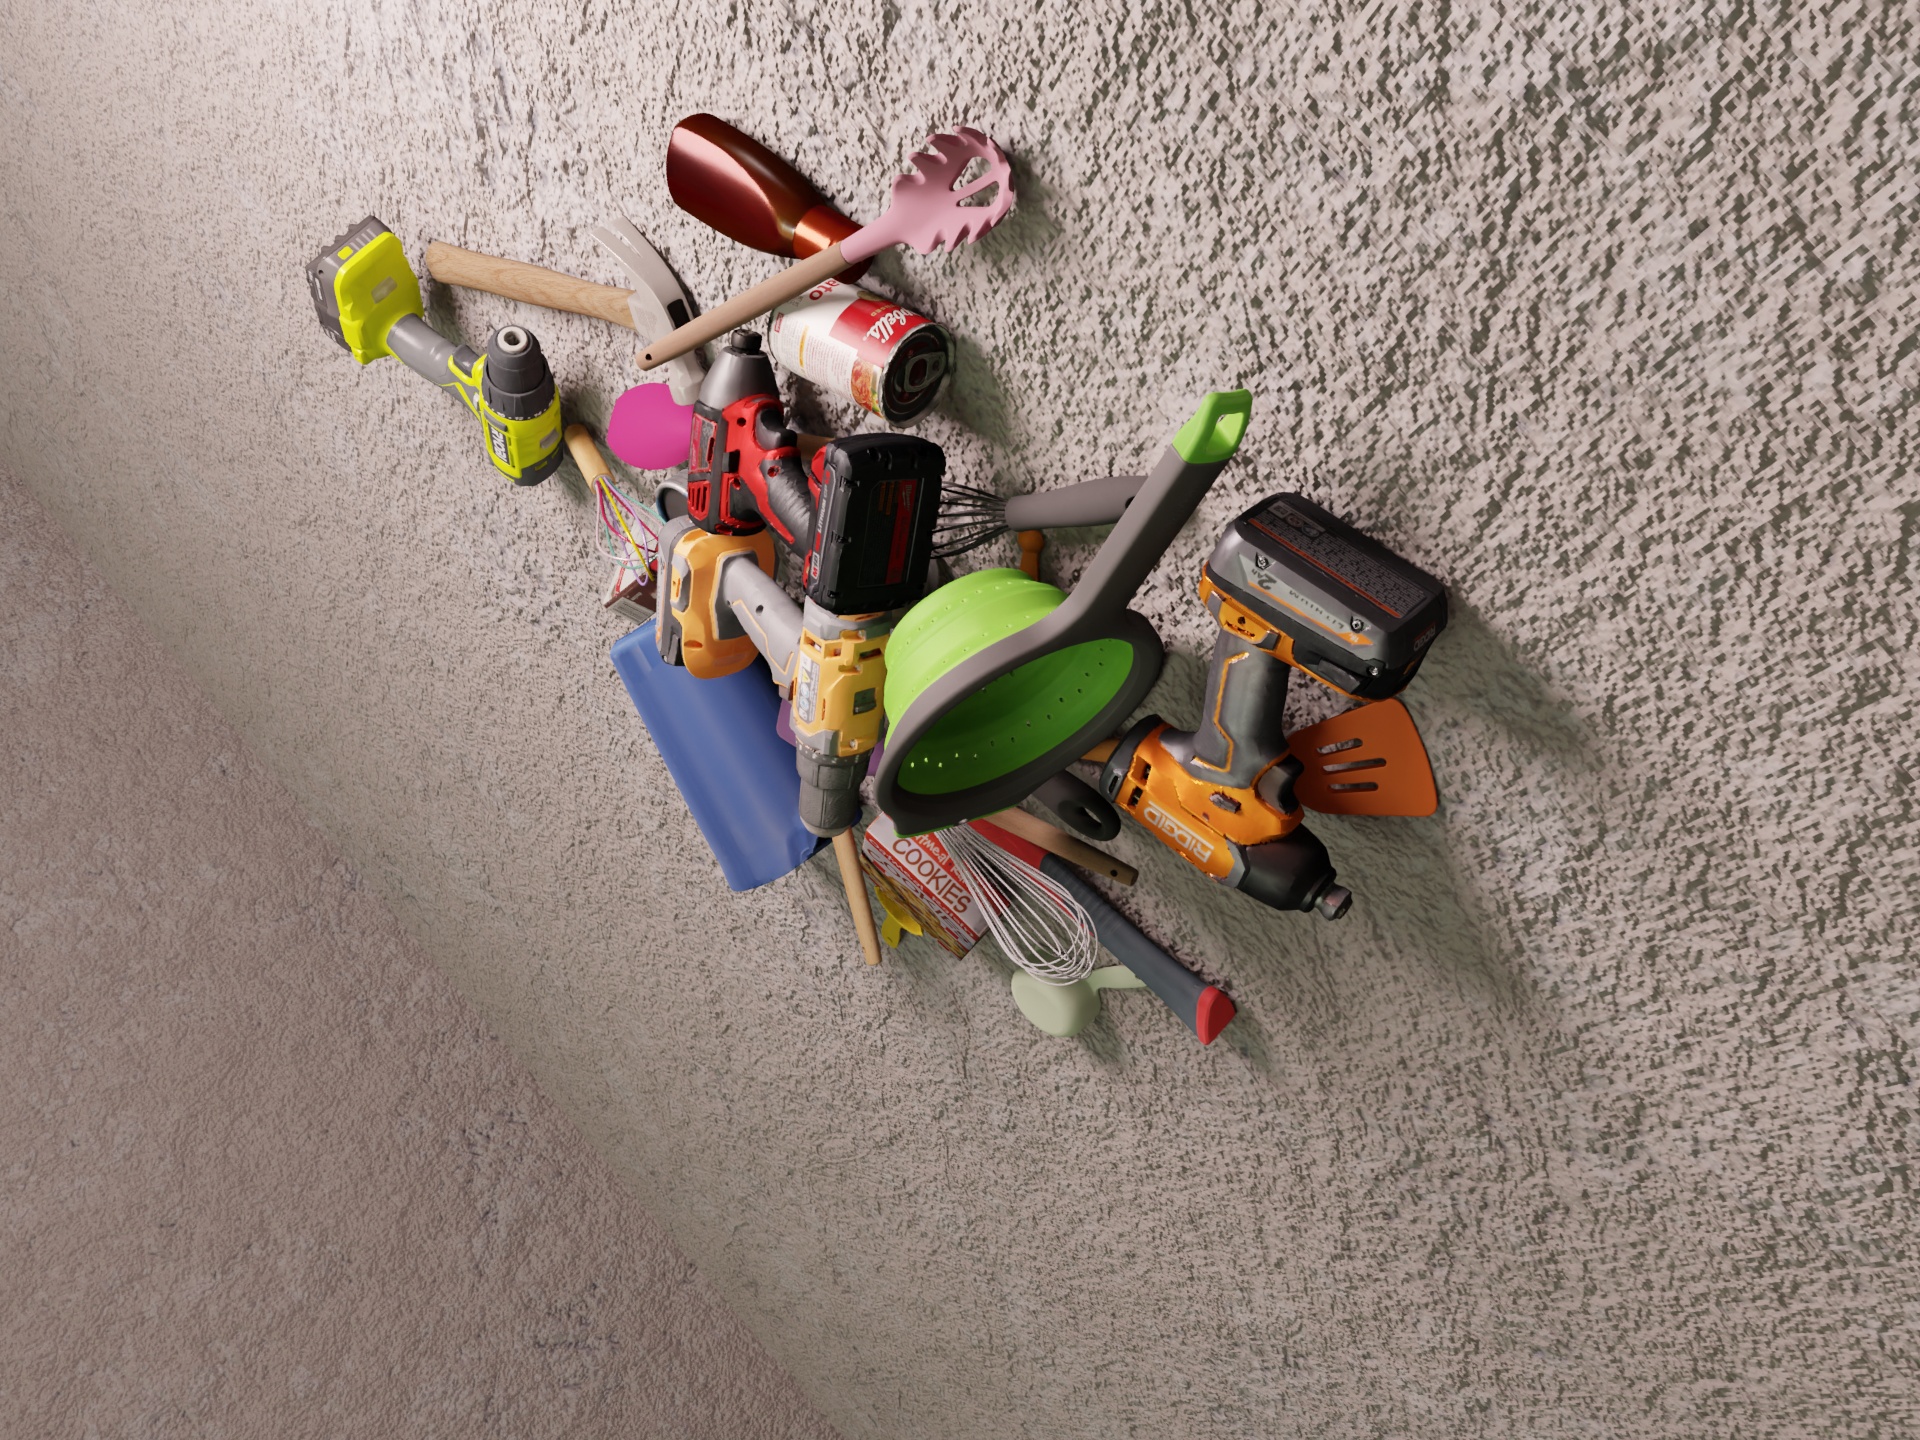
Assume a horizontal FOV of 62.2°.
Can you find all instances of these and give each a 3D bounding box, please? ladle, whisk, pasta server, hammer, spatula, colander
[{"bbox_3d":[-0.119,0.049,1.291,0.078,0.062,0.320,-1,104,65],"label":"ladle"},{"bbox_3d":[-0.282,-0.184,1.277,0.047,0.051,0.245,30,-164,-41],"label":"whisk"},{"bbox_3d":[-0.091,-0.268,0.948,0.316,0.040,0.060,-16,102,36],"label":"pasta server"},{"bbox_3d":[0.052,0.114,1.243,0.386,0.038,0.143,42,149,14],"label":"hammer"},{"bbox_3d":[0.158,0.021,1.029,0.323,0.041,0.081,6,126,54],"label":"spatula"},{"bbox_3d":[-0.002,0.088,1.197,0.285,0.070,0.070,46,149,17],"label":"whisk"},{"bbox_3d":[0.036,-0.133,1.002,0.239,0.055,0.055,0,123,46],"label":"whisk"},{"bbox_3d":[-0.009,0.047,1.163,0.316,0.018,0.059,26,112,25],"label":"spatula"},{"bbox_3d":[-0.320,-0.339,1.244,0.331,0.031,0.129,23,140,37],"label":"hammer"},{"bbox_3d":[0.048,-0.076,0.947,0.095,0.204,0.397,60,143,23],"label":"colander"},{"bbox_3d":[-0.002,-0.004,1.155,0.296,0.073,0.073,36,146,21],"label":"whisk"}]

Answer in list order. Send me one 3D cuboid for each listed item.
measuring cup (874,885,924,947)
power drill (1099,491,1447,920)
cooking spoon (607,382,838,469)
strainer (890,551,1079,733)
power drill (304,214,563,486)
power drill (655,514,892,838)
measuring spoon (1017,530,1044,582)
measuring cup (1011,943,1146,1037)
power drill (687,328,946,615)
[{"bbox_3d":[-0.053,0.179,1.464,0.062,0.029,0.156,44,160,10],"label":"measuring cup"},{"bbox_3d":[0.181,0.005,0.891,0.164,0.084,0.226,37,134,20],"label":"power drill"},{"bbox_3d":[-0.157,-0.208,1.169,0.319,0.017,0.069,15,91,37],"label":"cooking spoon"},{"bbox_3d":[-0.005,-0.062,1.112,0.258,0.050,0.087,37,113,14],"label":"strainer"},{"bbox_3d":[-0.430,-0.314,1.329,0.228,0.080,0.190,38,157,4],"label":"power drill"},{"bbox_3d":[-0.134,-0.036,1.153,0.226,0.084,0.185,36,130,40],"label":"power drill"},{"bbox_3d":[0.043,-0.084,1.071,0.021,0.011,0.116,34,145,25],"label":"measuring spoon"},{"bbox_3d":[0.098,0.222,1.294,0.083,0.038,0.167,55,150,-7],"label":"measuring cup"},{"bbox_3d":[-0.109,-0.168,1.060,0.220,0.078,0.143,35,124,43],"label":"power drill"}]
